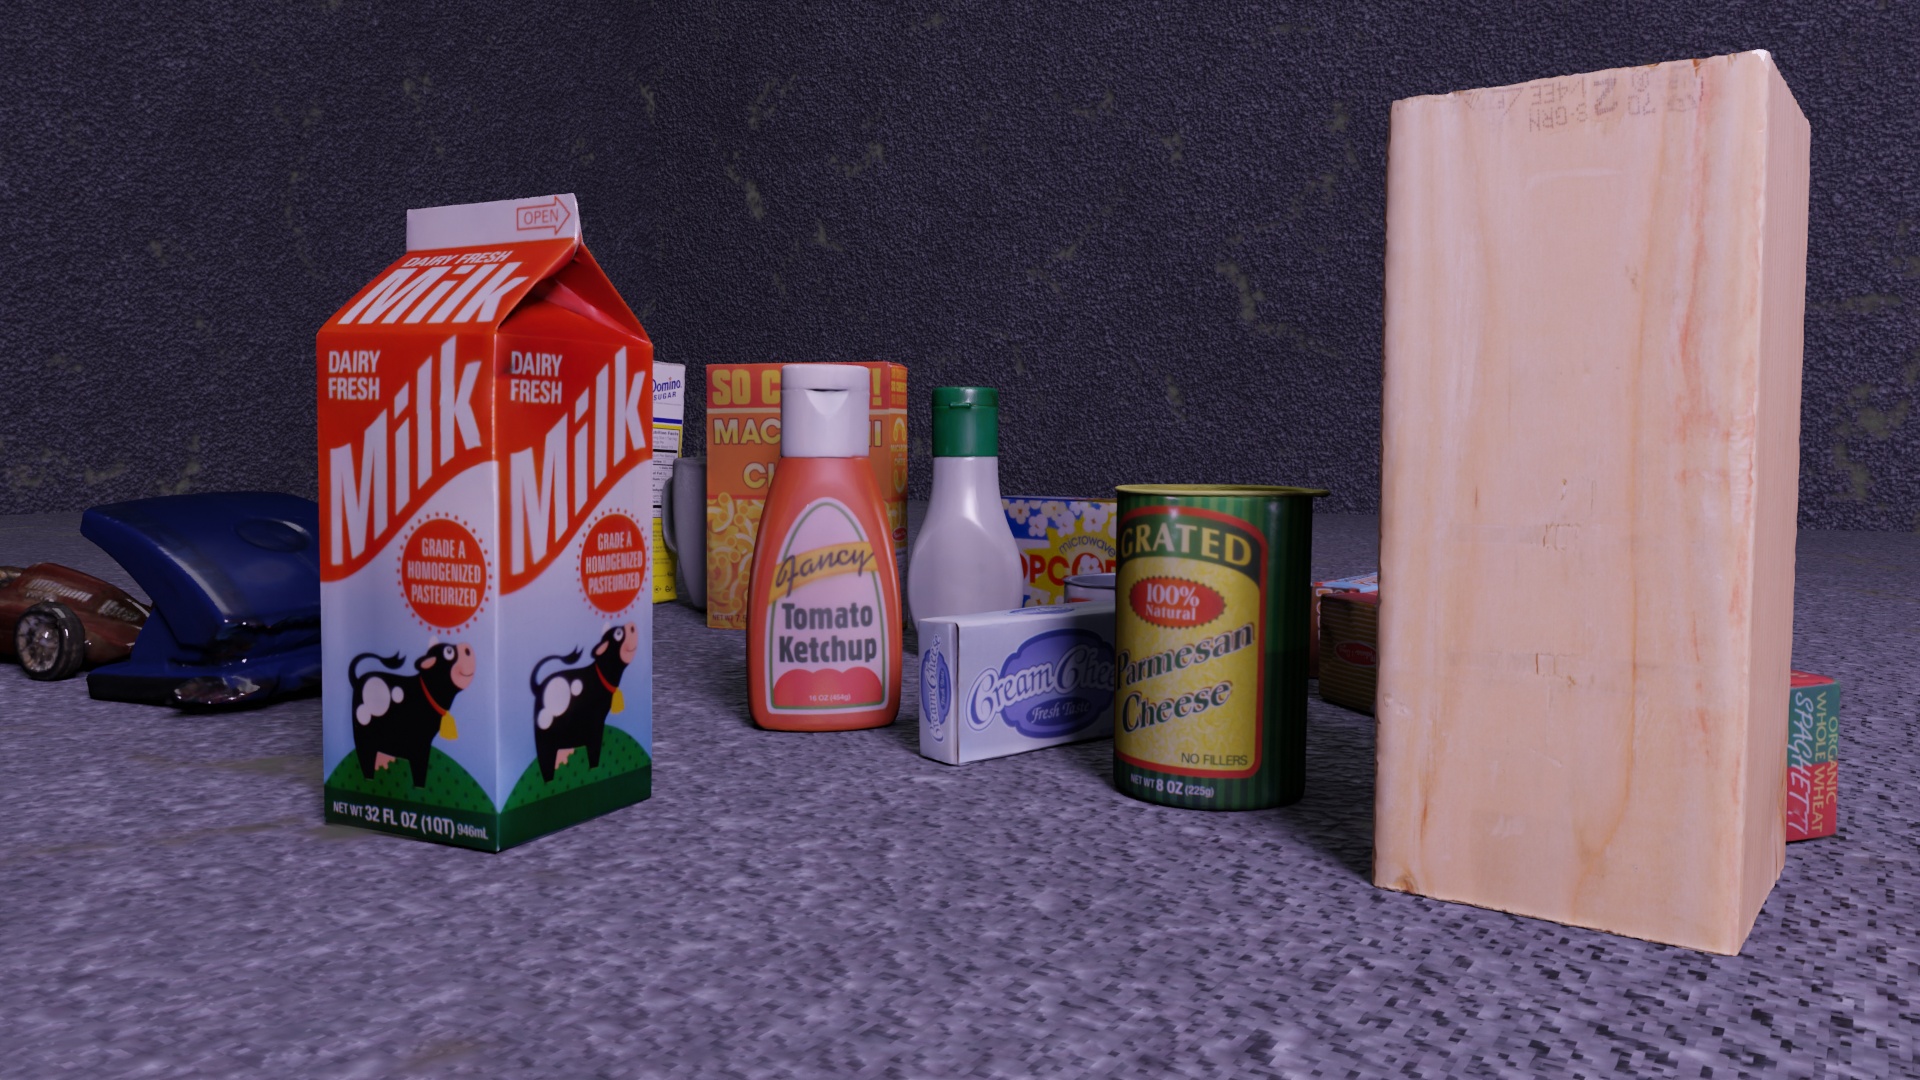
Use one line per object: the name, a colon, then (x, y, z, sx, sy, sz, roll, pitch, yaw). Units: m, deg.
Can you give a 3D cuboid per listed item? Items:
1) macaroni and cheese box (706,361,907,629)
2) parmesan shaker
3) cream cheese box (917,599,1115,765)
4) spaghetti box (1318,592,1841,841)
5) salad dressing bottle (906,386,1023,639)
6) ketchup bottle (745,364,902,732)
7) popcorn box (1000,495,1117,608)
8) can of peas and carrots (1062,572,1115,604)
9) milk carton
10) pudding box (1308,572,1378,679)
macaroni and cheese box: (-0.097, -0.027, 0.873, 0.124, 0.166, 0.040, 1, 3, 14)
parmesan shaker: (0.087, 0.033, 0.468, 0.071, 0.103, 0.071, 0, 3, 0)
cream cheese box: (0.030, 0.053, 0.539, 0.104, 0.053, 0.024, -3, 5, -40)
spaghetti box: (0.213, 0.057, 0.524, 0.029, 0.050, 0.250, -1, 4, -17)
salad dressing bottle: (0.003, -0.010, 0.759, 0.064, 0.147, 0.044, 1, 3, 9)
ketchup bottle: (-0.056, 0.002, 0.575, 0.065, 0.148, 0.043, 0, 3, -10)
popcorn box: (0.074, 0.017, 0.839, 0.126, 0.085, 0.038, 4, 5, 42)
can of peas and carrots: (0.080, 0.045, 0.614, 0.071, 0.058, 0.071, 0, 4, 0)
milk carton: (-0.145, -0.009, 0.431, 0.072, 0.190, 0.073, 2, 4, 25)
pudding box: (0.211, 0.043, 0.718, 0.030, 0.049, 0.084, 3, 5, 40)
